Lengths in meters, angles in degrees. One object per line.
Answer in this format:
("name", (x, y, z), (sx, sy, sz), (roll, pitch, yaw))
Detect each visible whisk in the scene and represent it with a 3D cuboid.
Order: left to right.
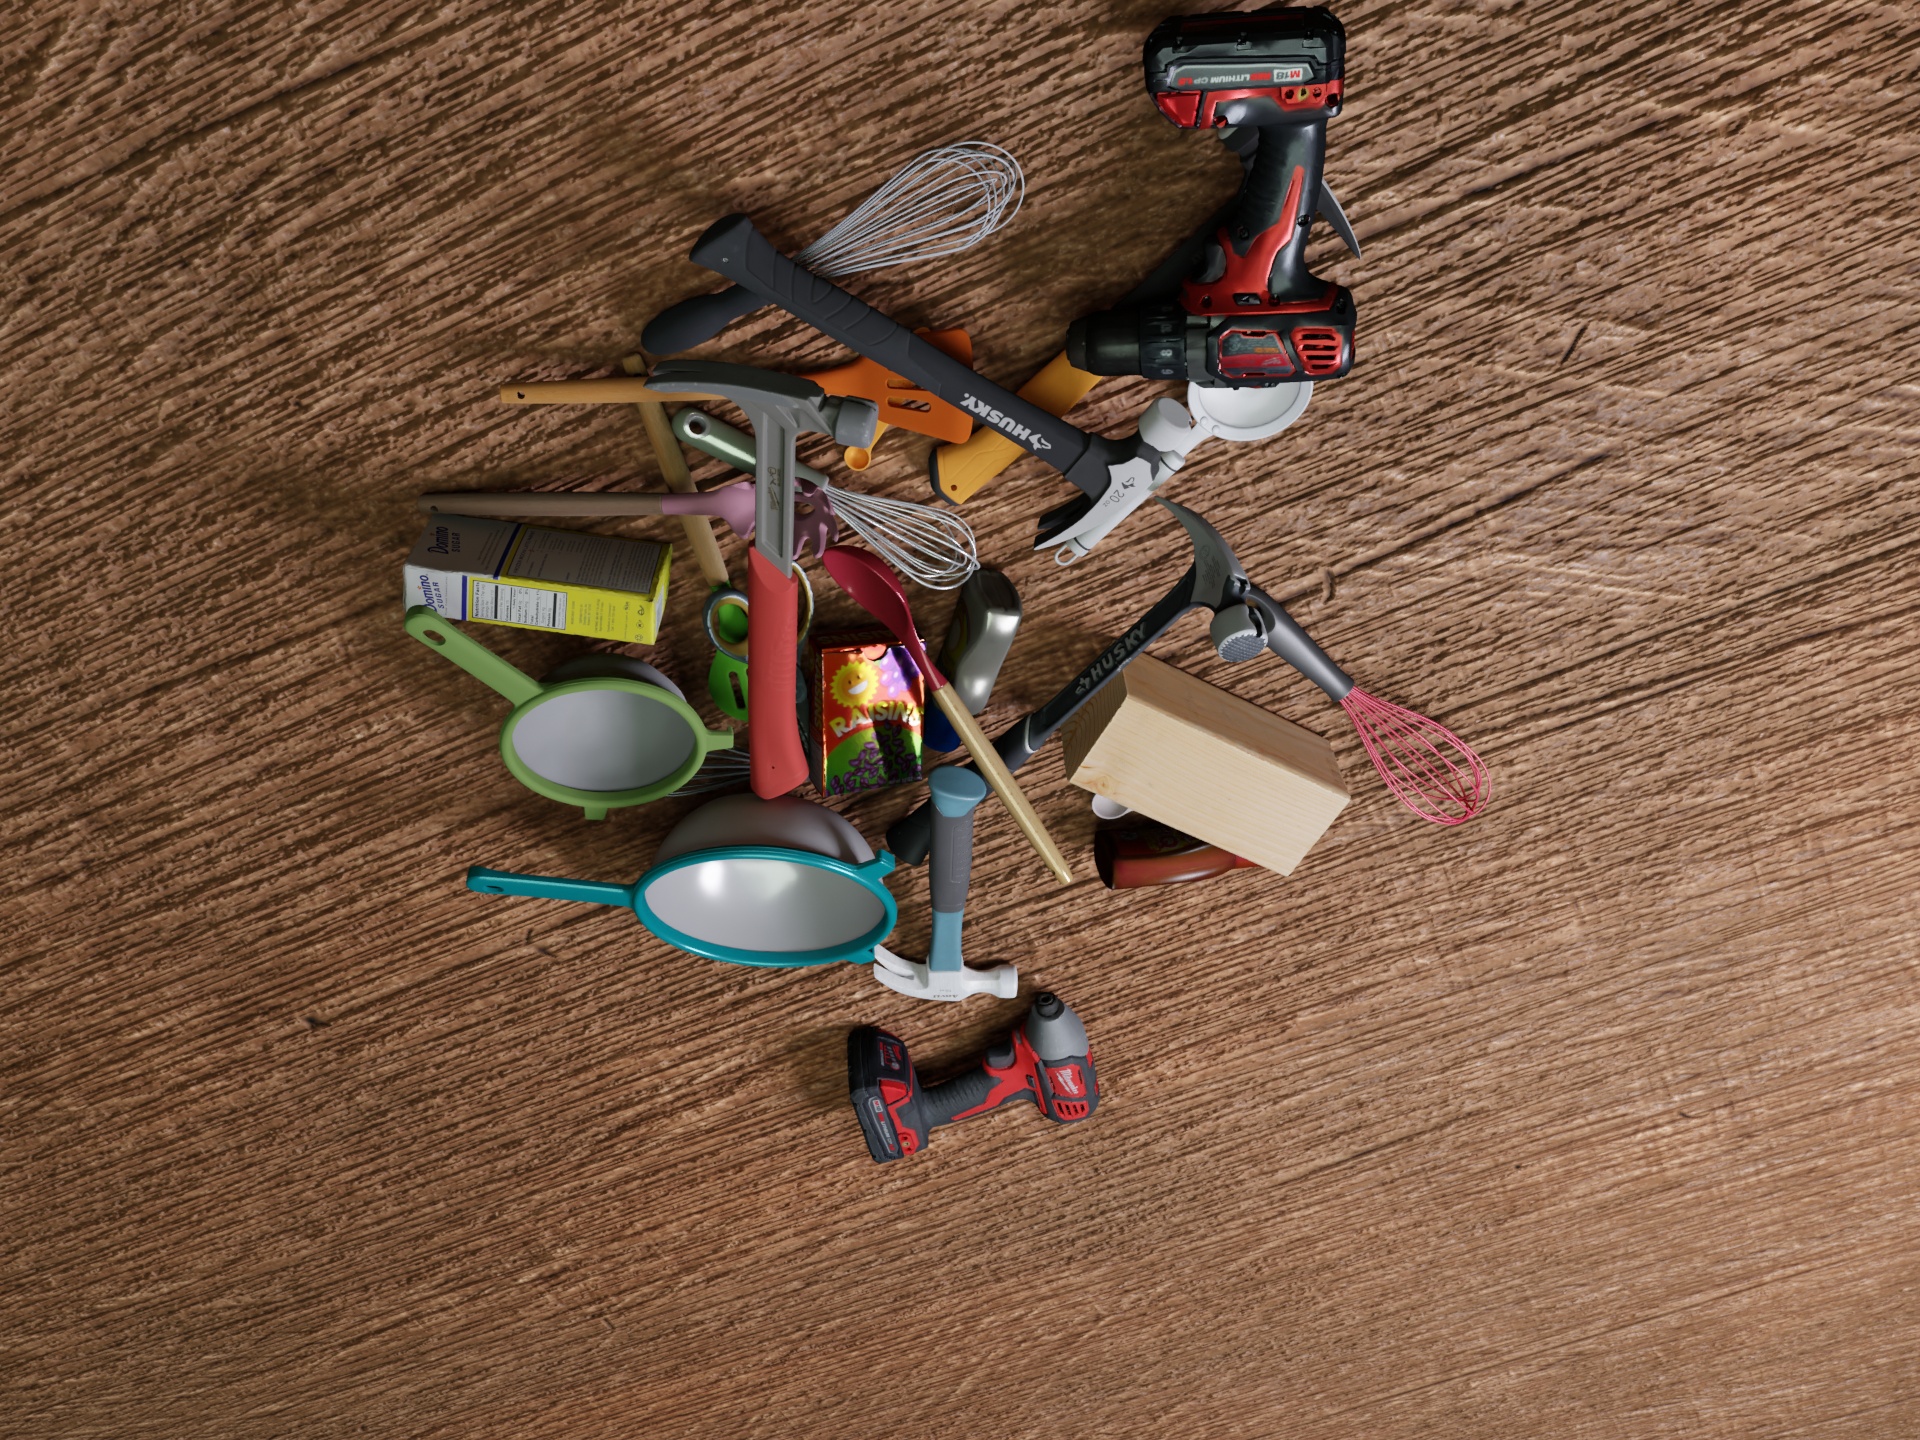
("whisk", (-0.153, 0.035, 1.283), (0.239, 0.055, 0.055), (1, 124, -9))
("whisk", (-0.091, -0.306, 1.052), (0.284, 0.070, 0.070), (-20, 122, 16))
("whisk", (-0.095, -0.163, 1.151), (0.246, 0.059, 0.058), (25, 83, -15))
("whisk", (0.316, -0.012, 1.261), (0.295, 0.073, 0.073), (39, 114, -18))

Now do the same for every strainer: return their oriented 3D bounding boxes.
("strainer", (-0.297, -0.028, 1.161), (0.151, 0.069, 0.256), (-28, 136, 23))
("strainer", (-0.219, 0.112, 1.287), (0.340, 0.095, 0.210), (6, 148, -5))
("strainer", (0.156, -0.196, 1.140), (0.086, 0.050, 0.258), (31, 123, -29))

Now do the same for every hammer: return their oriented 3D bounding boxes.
("hammer", (-0.142, -0.084, 1.124), (0.149, 0.037, 0.358), (12, 132, 5))
("hammer", (-0.024, -0.230, 1.051), (0.334, 0.035, 0.146), (27, 137, -16))
("hammer", (-0.008, 0.143, 1.306), (0.128, 0.033, 0.330), (-1, 142, -3))
("hammer", (0.066, -0.006, 1.217), (0.036, 0.149, 0.409), (15, 137, -36))
("hammer", (0.111, -0.261, 1.098), (0.337, 0.034, 0.127), (-39, 116, 22))

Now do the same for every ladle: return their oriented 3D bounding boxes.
("ladle", (-0.002, -0.004, 1.183), (0.031, 0.069, 0.315), (-39, 105, -23))

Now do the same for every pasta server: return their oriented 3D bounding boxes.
("pasta server", (-0.239, -0.150, 1.131), (0.316, 0.040, 0.060), (1, 131, 9))

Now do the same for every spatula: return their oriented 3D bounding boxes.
("spatula", (-0.153, -0.229, 1.095), (0.322, 0.041, 0.081), (-3, 115, -7))

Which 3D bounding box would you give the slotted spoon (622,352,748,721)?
("slotted spoon", (-0.190, -0.125, 1.182), (0.070, 0.031, 0.313), (-20, 121, -5))

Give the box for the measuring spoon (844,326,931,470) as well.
("measuring spoon", (-0.050, -0.228, 1.130), (0.021, 0.011, 0.117), (30, 115, -4))

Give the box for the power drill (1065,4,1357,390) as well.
("power drill", (0.155, -0.316, 0.999), (0.188, 0.080, 0.226), (1, 124, 12))

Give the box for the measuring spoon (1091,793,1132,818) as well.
("measuring spoon", (0.169, 0.066, 1.333), (0.124, 0.018, 0.034), (3, 124, -12))

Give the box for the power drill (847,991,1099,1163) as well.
("power drill", (0.012, 0.322, 1.461), (0.219, 0.079, 0.143), (-12, 125, 2))
